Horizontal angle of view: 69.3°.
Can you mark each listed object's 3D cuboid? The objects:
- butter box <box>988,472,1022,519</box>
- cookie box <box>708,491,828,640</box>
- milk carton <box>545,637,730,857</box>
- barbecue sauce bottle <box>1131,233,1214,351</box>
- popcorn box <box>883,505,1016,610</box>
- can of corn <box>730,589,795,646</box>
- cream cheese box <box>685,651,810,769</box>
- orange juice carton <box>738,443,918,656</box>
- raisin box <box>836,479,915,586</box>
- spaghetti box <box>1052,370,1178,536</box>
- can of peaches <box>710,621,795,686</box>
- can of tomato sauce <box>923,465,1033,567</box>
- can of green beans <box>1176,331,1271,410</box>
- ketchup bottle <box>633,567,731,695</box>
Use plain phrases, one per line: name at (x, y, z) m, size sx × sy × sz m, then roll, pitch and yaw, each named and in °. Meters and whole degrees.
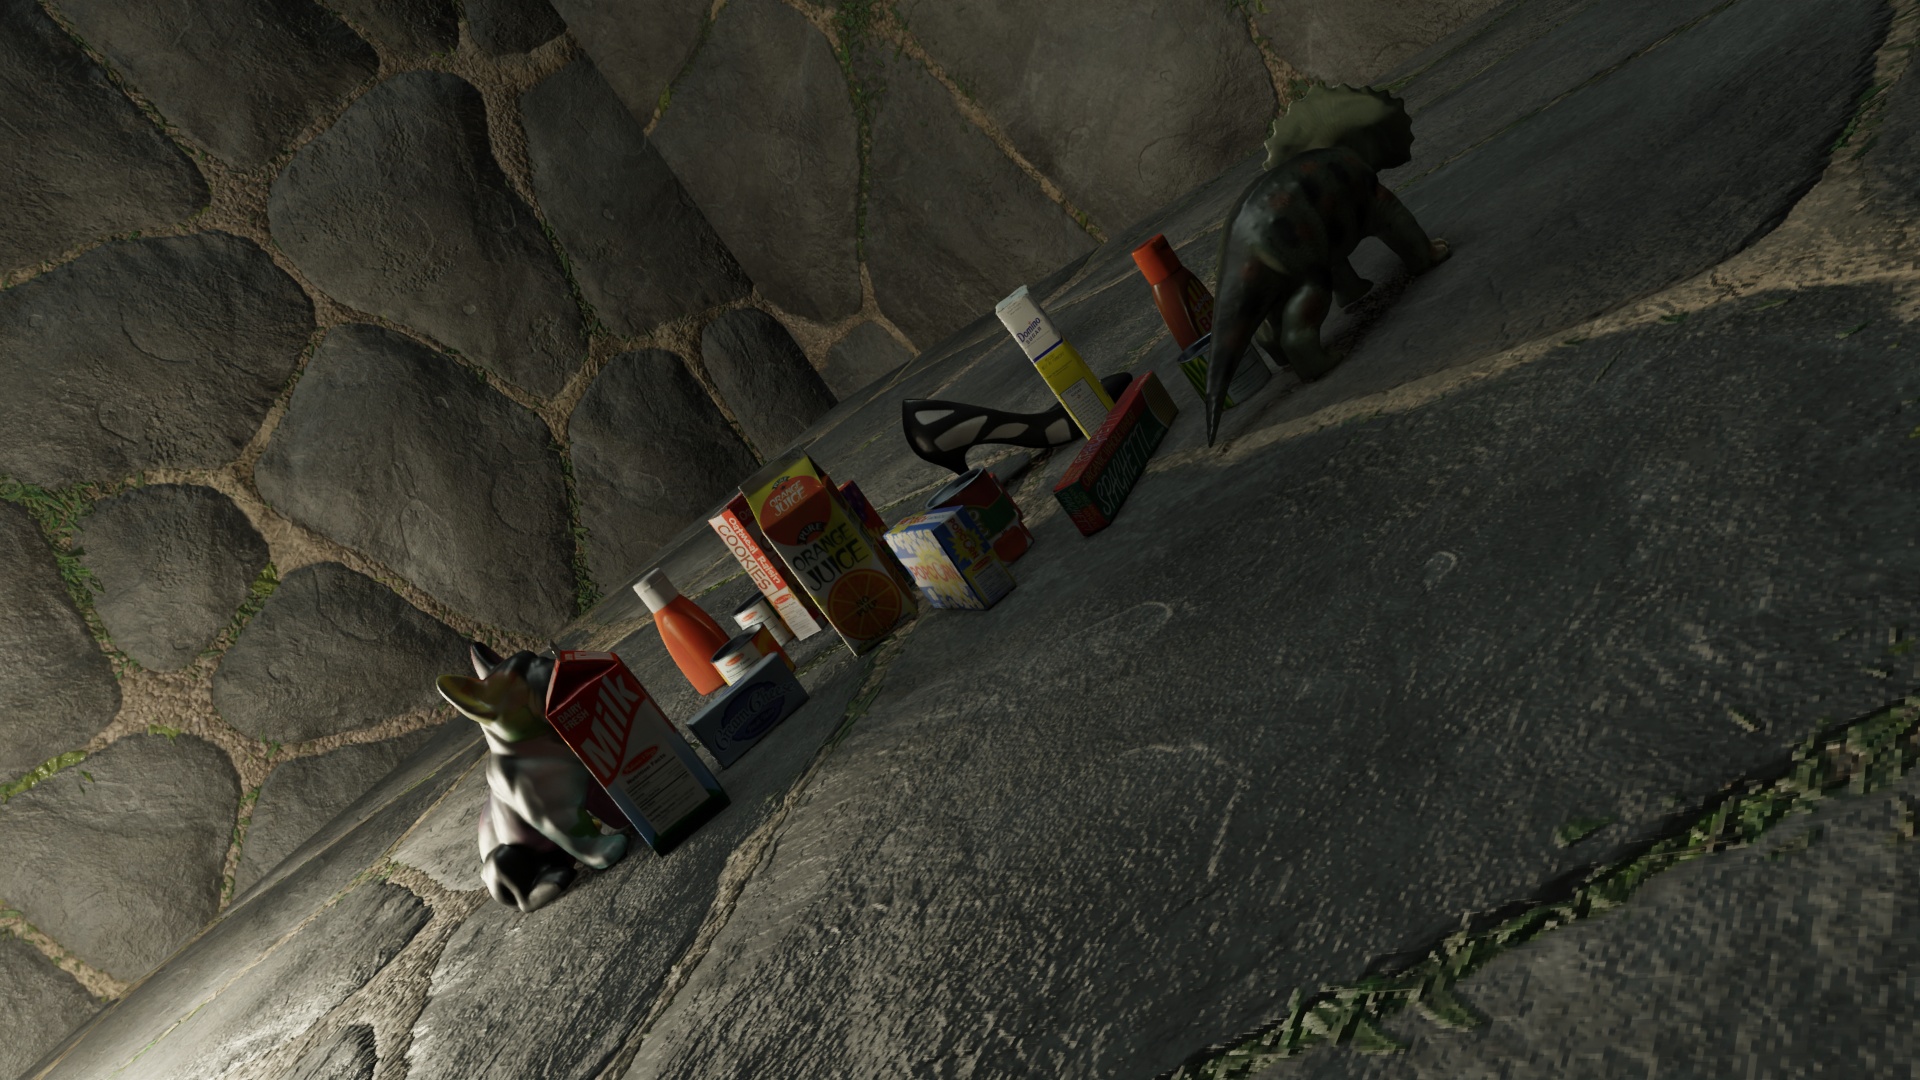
butter box at (0.005, -0.017, 1.380) m, size 0.103 × 0.053 × 0.024 m, roll -34°, pitch 11°, yaw 7°
cookie box at (-0.186, 0.008, 1.534) m, size 0.040 × 0.167 × 0.123 m, roll -28°, pitch 14°, yaw 35°
milk carton at (-0.278, 0.158, 1.140) m, size 0.073 × 0.190 × 0.072 m, roll -38°, pitch 12°, yaw -13°
barbecue sauce bottle at (0.225, -0.233, 1.380) m, size 0.043 × 0.148 × 0.065 m, roll -23°, pitch 17°, yaw 47°
popcorn box at (-0.011, 0.016, 1.212) m, size 0.038 × 0.085 × 0.126 m, roll -39°, pitch 12°, yaw -19°
can of corn at (-0.215, 0.087, 1.573) m, size 0.071 × 0.058 × 0.071 m, roll -34°, pitch 12°, yaw 8°
cream cheese box at (-0.192, 0.153, 1.257) m, size 0.104 × 0.053 × 0.024 m, roll -40°, pitch 12°, yaw -21°
orange juice carton at (-0.123, 0.007, 1.300) m, size 0.072 × 0.192 × 0.073 m, roll -35°, pitch 11°, yaw 4°
raisin box at (-0.106, 0.012, 1.401) m, size 0.040 × 0.123 × 0.086 m, roll -25°, pitch 16°, yaw 43°
spaghetti box at (0.145, -0.083, 1.255) m, size 0.028 × 0.050 × 0.251 m, roll -28°, pitch 14°, yaw 34°
can of peaches at (-0.209, 0.124, 1.411) m, size 0.071 × 0.058 × 0.071 m, roll -34°, pitch 12°, yaw 8°
can of tomato sauce at (0.016, -0.015, 1.264) m, size 0.071 × 0.083 × 0.071 m, roll -34°, pitch 12°, yaw 8°
can of green beans at (0.240, -0.157, 1.262) m, size 0.071 × 0.057 × 0.071 m, roll -34°, pitch 12°, yaw 8°
ketchup bottle at (-0.308, 0.100, 1.561) m, size 0.064 × 0.148 × 0.044 m, roll -34°, pitch 11°, yaw 9°
